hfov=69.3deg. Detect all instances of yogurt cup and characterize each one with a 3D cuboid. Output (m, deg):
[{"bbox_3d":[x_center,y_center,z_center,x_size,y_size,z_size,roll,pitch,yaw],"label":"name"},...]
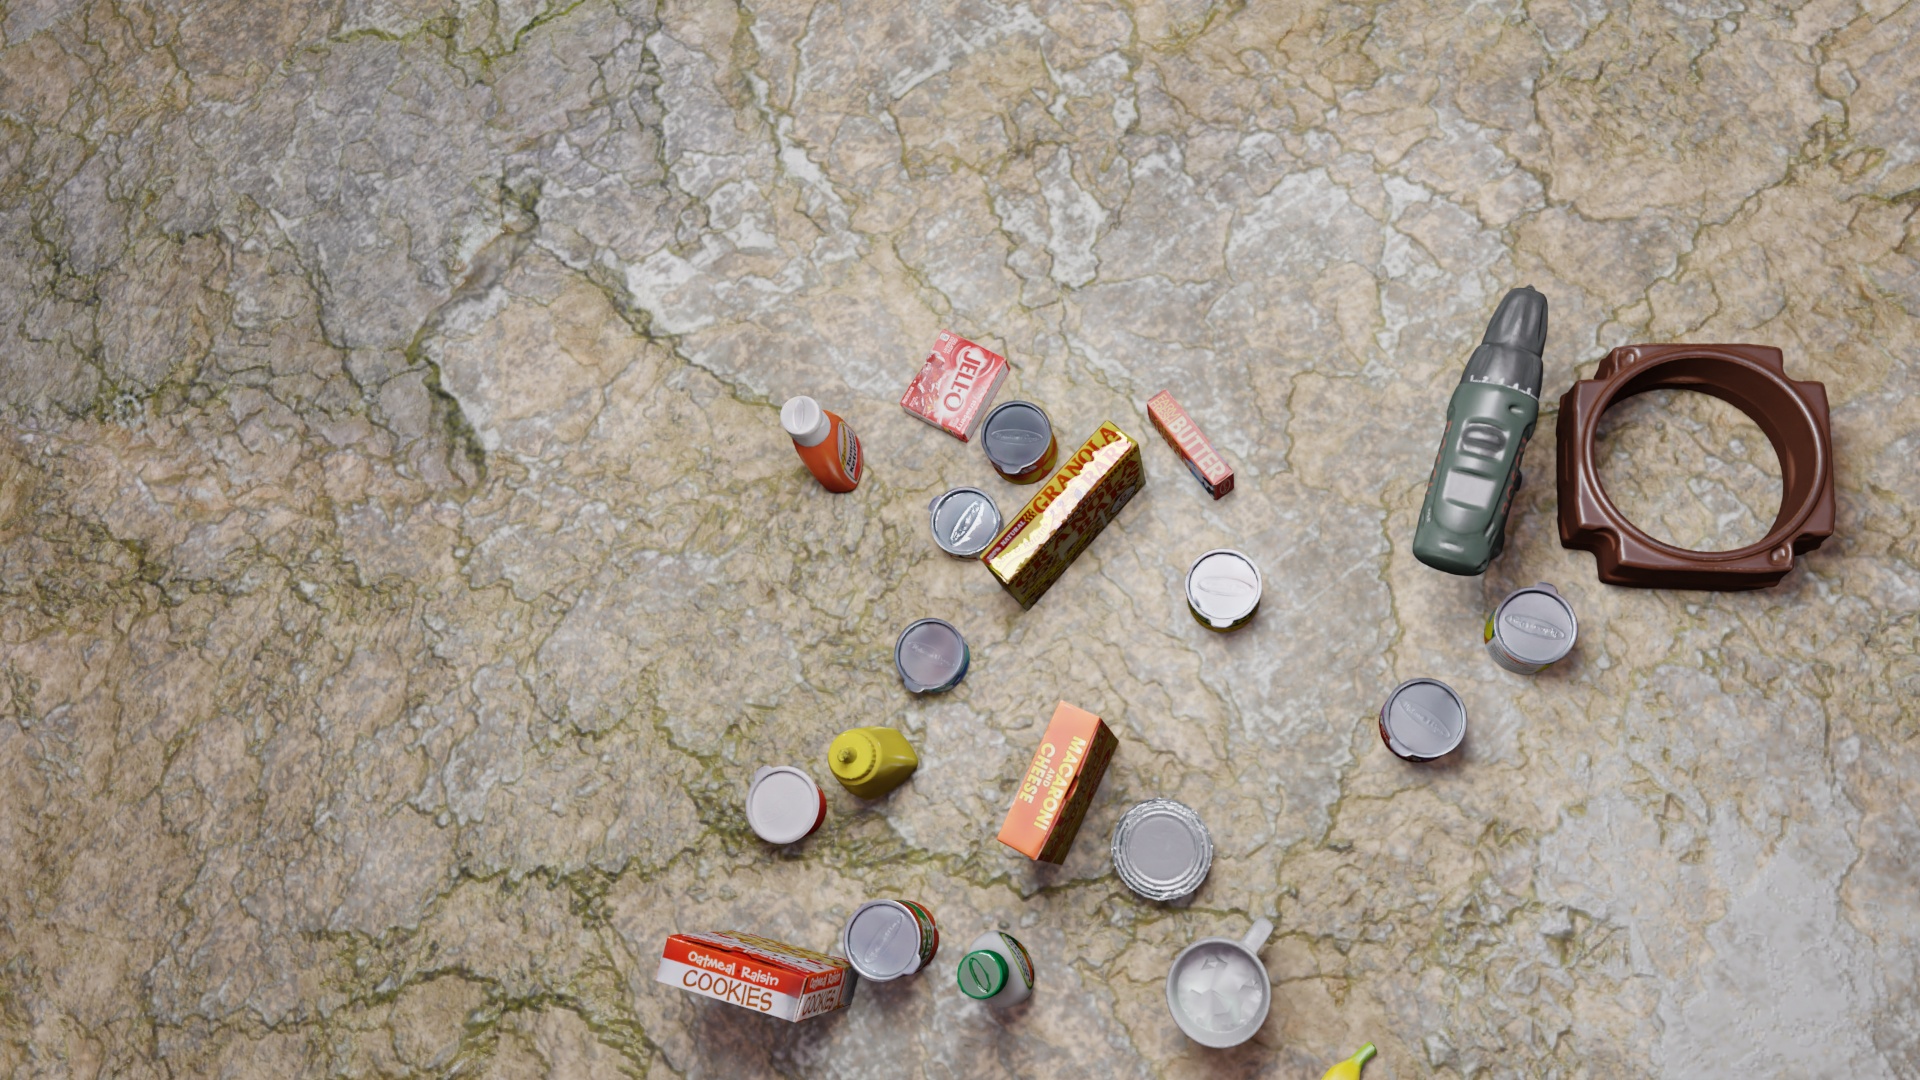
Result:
[{"bbox_3d":[-0.154,0.240,1.257,0.072,0.054,0.072,-3,75,10],"label":"yogurt cup"}]

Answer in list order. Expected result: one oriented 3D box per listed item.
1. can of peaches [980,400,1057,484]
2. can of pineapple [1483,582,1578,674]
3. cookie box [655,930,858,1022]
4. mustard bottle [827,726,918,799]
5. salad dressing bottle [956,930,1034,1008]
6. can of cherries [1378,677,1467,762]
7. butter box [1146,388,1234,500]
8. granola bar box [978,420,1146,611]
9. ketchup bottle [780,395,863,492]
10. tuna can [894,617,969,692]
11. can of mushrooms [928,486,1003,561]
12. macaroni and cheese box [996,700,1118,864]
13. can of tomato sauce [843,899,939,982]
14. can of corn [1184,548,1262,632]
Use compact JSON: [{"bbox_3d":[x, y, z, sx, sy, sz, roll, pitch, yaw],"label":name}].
[{"bbox_3d":[0.055,-0.089,1.302,0.071,0.058,0.071,-3,75,10],"label":"can of peaches"},{"bbox_3d":[0.484,0.076,1.178,0.071,0.057,0.071,-3,75,10],"label":"can of pineapple"},{"bbox_3d":[-0.165,0.362,1.168,0.123,0.167,0.040,11,79,13],"label":"cookie box"},{"bbox_3d":[-0.082,0.189,1.201,0.065,0.160,0.049,-37,72,0],"label":"mustard bottle"},{"bbox_3d":[0.028,0.354,1.144,0.044,0.147,0.064,-30,73,3],"label":"salad dressing bottle"},{"bbox_3d":[0.388,0.155,1.175,0.071,0.058,0.071,-3,75,10],"label":"can of cherries"},{"bbox_3d":[0.211,-0.088,1.275,0.024,0.053,0.104,-36,72,0],"label":"butter box"},{"bbox_3d":[0.094,-0.020,1.242,0.039,0.124,0.165,42,86,17],"label":"granola bar box"},{"bbox_3d":[-0.129,-0.093,1.290,0.043,0.148,0.065,-3,76,10],"label":"ketchup bottle"},{"bbox_3d":[-0.027,0.109,1.279,0.071,0.032,0.071,-3,75,10],"label":"tuna can"},{"bbox_3d":[0.005,-0.016,1.305,0.071,0.033,0.071,-3,75,10],"label":"can of mushrooms"},{"bbox_3d":[0.085,0.206,1.162,0.040,0.166,0.124,23,81,15],"label":"macaroni and cheese box"},{"bbox_3d":[-0.056,0.344,1.196,0.071,0.083,0.071,-3,75,10],"label":"can of tomato sauce"},{"bbox_3d":[0.233,0.048,1.232,0.071,0.058,0.071,-3,75,10],"label":"can of corn"}]
